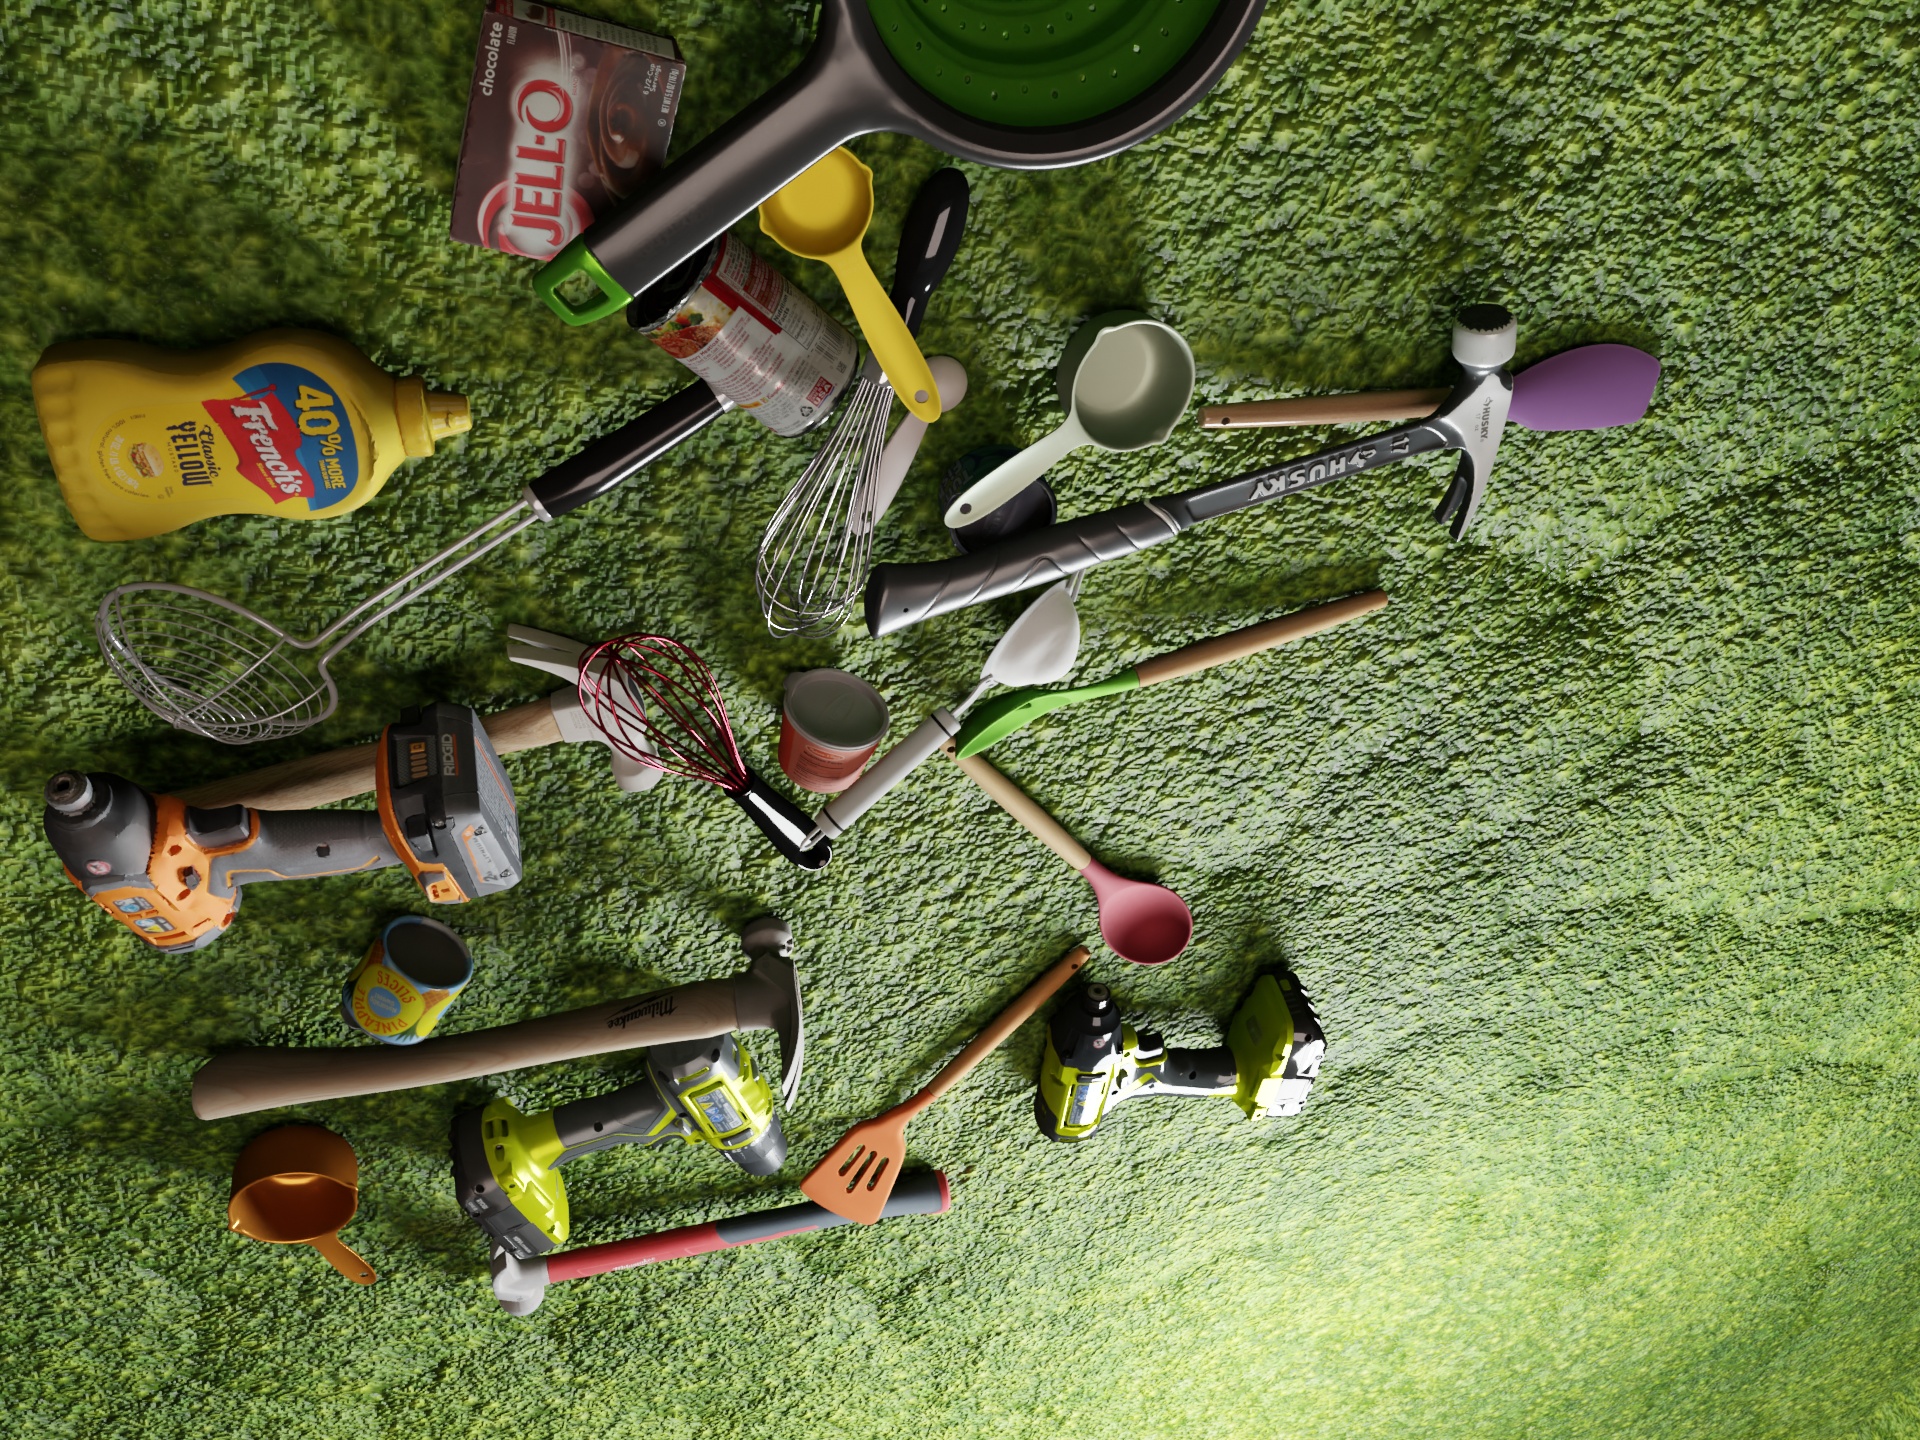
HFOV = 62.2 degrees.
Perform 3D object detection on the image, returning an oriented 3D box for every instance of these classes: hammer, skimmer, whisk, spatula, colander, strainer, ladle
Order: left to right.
[{"bbox_3d":[-0.355,0.026,0.954,0.331,0.031,0.129,-14,133,-5],"label":"hammer"},{"bbox_3d":[-0.290,-0.102,0.865,0.363,0.090,0.127,-33,139,-3],"label":"skimmer"},{"bbox_3d":[-0.312,0.231,1.088,0.410,0.146,0.038,-9,133,-5],"label":"hammer"},{"bbox_3d":[-0.146,0.029,0.991,0.073,0.073,0.295,-27,145,6],"label":"whisk"},{"bbox_3d":[-0.195,0.427,1.339,0.386,0.038,0.143,-7,148,-15],"label":"hammer"},{"bbox_3d":[-0.053,-0.164,0.871,0.070,0.070,0.284,9,122,-25],"label":"whisk"},{"bbox_3d":[-0.034,-0.316,0.718,0.397,0.095,0.204,-31,132,14],"label":"colander"},{"bbox_3d":[-0.005,0.294,1.299,0.081,0.041,0.322,35,112,-22],"label":"spatula"},{"bbox_3d":[-0.002,-0.003,0.996,0.258,0.050,0.086,-41,165,1],"label":"strainer"},{"bbox_3d":[0.074,0.092,1.158,0.069,0.031,0.315,-38,129,12],"label":"ladle"},{"bbox_3d":[0.137,-0.123,0.944,0.409,0.036,0.149,-18,133,-7],"label":"hammer"},{"bbox_3d":[0.294,-0.198,0.980,0.316,0.018,0.059,-7,129,-14],"label":"spatula"}]

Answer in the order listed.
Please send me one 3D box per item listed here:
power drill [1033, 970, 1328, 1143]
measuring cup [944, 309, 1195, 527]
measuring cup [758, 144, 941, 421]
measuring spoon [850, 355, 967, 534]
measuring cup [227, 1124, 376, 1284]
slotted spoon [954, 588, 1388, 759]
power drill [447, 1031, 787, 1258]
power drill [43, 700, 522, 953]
[{"bbox_3d":[0.180,0.274,1.322,0.223,0.080,0.171,-2,131,-12],"label":"power drill"},{"bbox_3d":[0.054,-0.167,0.899,0.167,0.038,0.083,-36,127,3],"label":"measuring cup"},{"bbox_3d":[-0.049,-0.223,0.812,0.062,0.029,0.156,-25,118,10],"label":"measuring cup"},{"bbox_3d":[-0.032,-0.153,0.912,0.034,0.018,0.124,14,125,-28],"label":"measuring spoon"},{"bbox_3d":[-0.482,0.367,1.200,0.095,0.052,0.173,-17,135,-3],"label":"measuring cup"},{"bbox_3d":[0.140,-0.037,1.063,0.313,0.031,0.070,-18,167,-7],"label":"slotted spoon"},{"bbox_3d":[-0.253,0.324,1.221,0.228,0.080,0.190,-22,134,-2],"label":"power drill"},{"bbox_3d":[-0.373,0.057,0.877,0.226,0.084,0.164,-11,152,-6],"label":"power drill"}]
